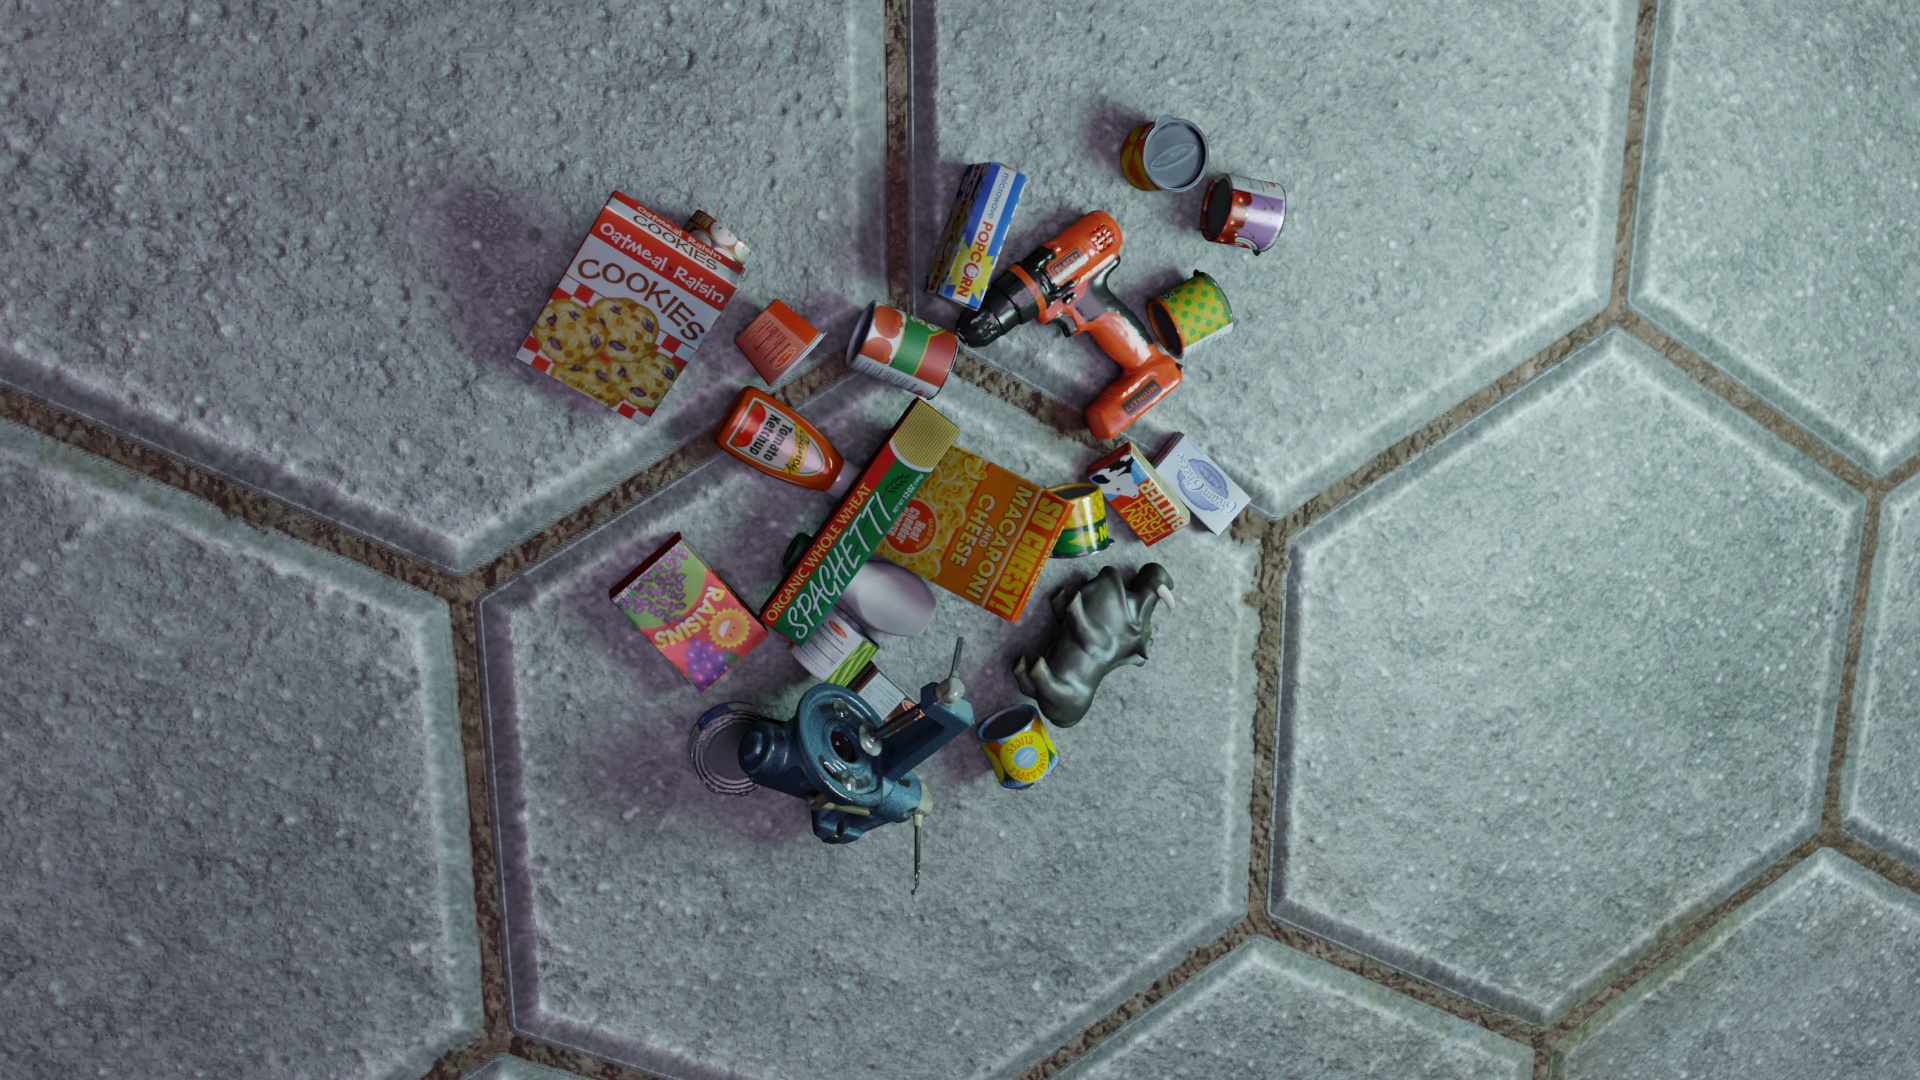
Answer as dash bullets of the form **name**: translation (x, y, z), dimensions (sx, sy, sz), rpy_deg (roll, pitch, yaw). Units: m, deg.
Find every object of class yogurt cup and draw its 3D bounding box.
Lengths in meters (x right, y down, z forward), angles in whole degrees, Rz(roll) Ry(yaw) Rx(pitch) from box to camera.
- **yogurt cup**: translation (-0.163, -0.177, 1.231), dimensions (0.072, 0.072, 0.054), rpy_deg (-45, 102, -3)

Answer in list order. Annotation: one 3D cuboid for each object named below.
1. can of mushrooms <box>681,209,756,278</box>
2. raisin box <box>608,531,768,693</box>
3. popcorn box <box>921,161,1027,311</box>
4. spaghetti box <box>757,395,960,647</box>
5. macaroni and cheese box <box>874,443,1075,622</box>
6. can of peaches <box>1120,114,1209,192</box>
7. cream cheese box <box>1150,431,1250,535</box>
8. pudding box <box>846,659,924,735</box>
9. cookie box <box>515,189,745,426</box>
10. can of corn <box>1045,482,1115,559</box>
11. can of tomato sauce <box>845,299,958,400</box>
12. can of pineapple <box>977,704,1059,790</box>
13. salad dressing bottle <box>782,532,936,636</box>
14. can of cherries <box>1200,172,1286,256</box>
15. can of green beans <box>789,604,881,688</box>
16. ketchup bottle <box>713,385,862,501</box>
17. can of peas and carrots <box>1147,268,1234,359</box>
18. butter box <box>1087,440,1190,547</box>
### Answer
- **can of mushrooms**: translation (-0.212, -0.254, 1.197), dimensions (0.071, 0.071, 0.033), rpy_deg (38, 90, -21)
- **raisin box**: translation (-0.248, 0.066, 1.272), dimensions (0.086, 0.040, 0.123), rpy_deg (-42, 109, -5)
- **popcorn box**: translation (0.011, -0.274, 1.248), dimensions (0.038, 0.085, 0.126), rpy_deg (19, 97, -18)
- **spaghetti box**: translation (-0.093, -0.015, 1.259), dimensions (0.050, 0.029, 0.250), rpy_deg (36, 93, -13)
- **macaroni and cheese box**: translation (0.005, -0.016, 1.285), dimensions (0.166, 0.040, 0.123), rpy_deg (27, 94, 13)
- **can of peaches**: translation (0.189, -0.361, 1.297), dimensions (0.071, 0.058, 0.071), rpy_deg (-4, 103, -15)
- **cream cheese box**: translation (0.239, -0.057, 1.397), dimensions (0.103, 0.024, 0.053), rpy_deg (41, 90, -20)
- **pudding box**: translation (-0.073, 0.162, 1.350), dimensions (0.050, 0.030, 0.083), rpy_deg (-47, 110, -3)
- **cookie box**: translation (-0.278, -0.193, 1.169), dimensions (0.123, 0.040, 0.166), rpy_deg (30, 120, -20)
- **can of corn**: translation (0.111, -0.020, 1.344), dimensions (0.071, 0.071, 0.058), rpy_deg (-14, 106, -13)
- **can of tomato sauce**: translation (-0.053, -0.175, 1.262), dimensions (0.083, 0.071, 0.071), rpy_deg (21, 96, -19)
- **can of pineapple**: translation (0.057, 0.204, 1.377), dimensions (0.071, 0.071, 0.057), rpy_deg (-28, 108, -9)
- **salad dressing bottle**: translation (-0.095, 0.040, 1.310), dimensions (0.147, 0.044, 0.064), rpy_deg (28, 95, -18)
- **can of cherries**: translation (0.269, -0.311, 1.327), dimensions (0.058, 0.071, 0.071), rpy_deg (6, 101, -18)
- **can of green beans**: translation (-0.118, 0.100, 1.304), dimensions (0.071, 0.071, 0.058), rpy_deg (42, 90, -20)
- **ketchup bottle**: translation (-0.147, -0.079, 1.268), dimensions (0.149, 0.043, 0.064), rpy_deg (31, 92, -21)
- **can of peas and carrots**: translation (0.219, -0.218, 1.334), dimensions (0.059, 0.071, 0.070), rpy_deg (-29, 109, -8)
- **butter box**: translation (0.177, -0.045, 1.369), dimensions (0.053, 0.024, 0.103), rpy_deg (-32, 113, 27)
